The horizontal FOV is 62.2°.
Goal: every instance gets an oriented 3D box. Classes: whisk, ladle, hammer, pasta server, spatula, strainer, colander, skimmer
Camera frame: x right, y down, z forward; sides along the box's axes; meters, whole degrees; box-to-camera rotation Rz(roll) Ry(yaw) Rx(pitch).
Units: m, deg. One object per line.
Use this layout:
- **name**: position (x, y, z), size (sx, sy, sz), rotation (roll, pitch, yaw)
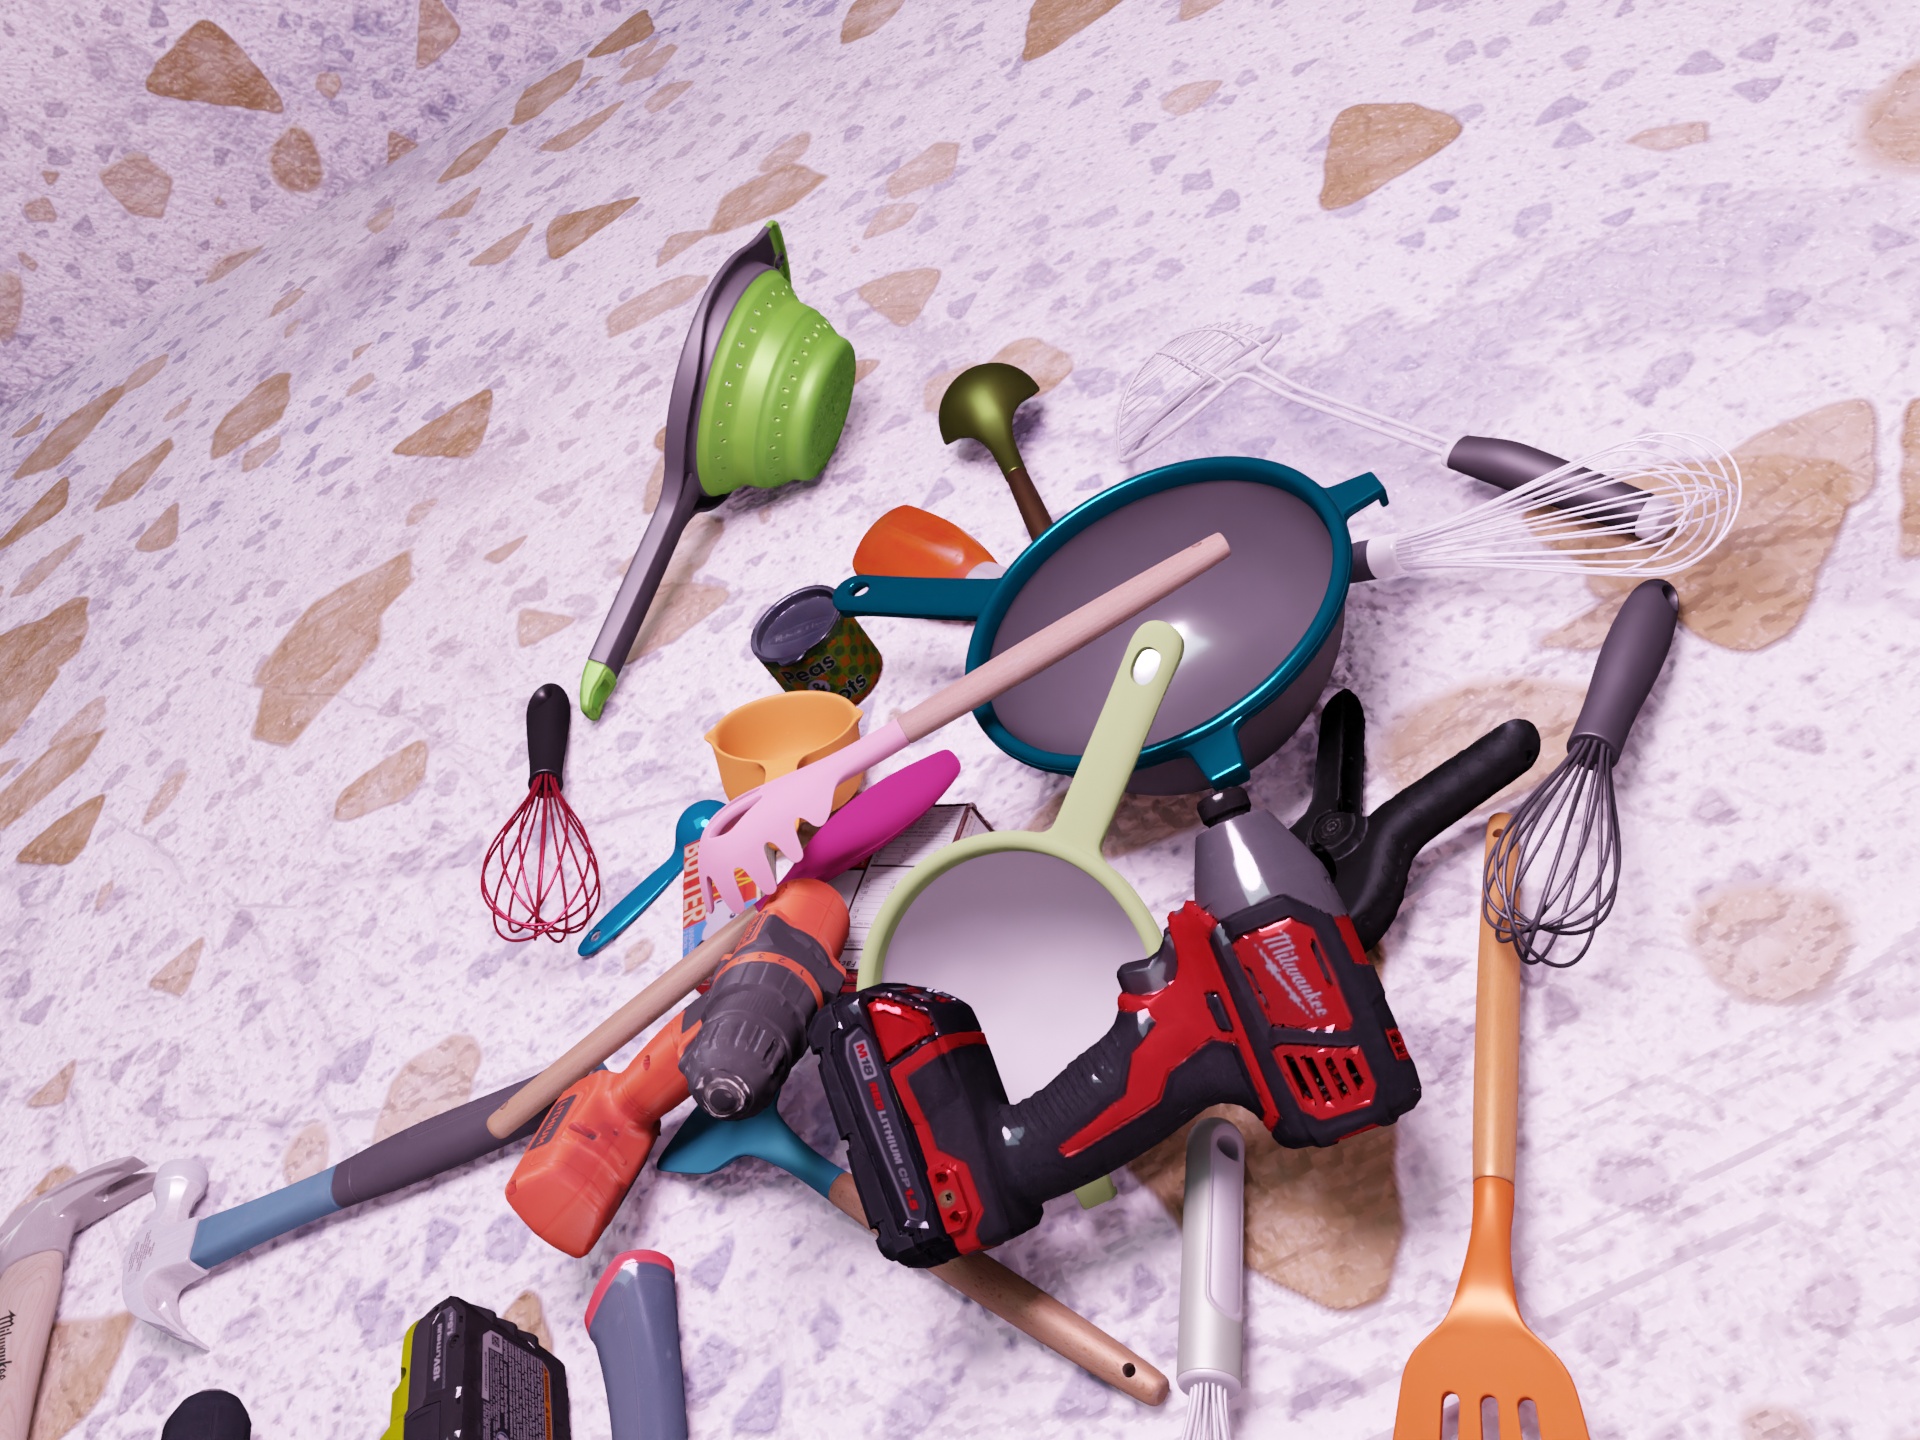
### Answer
- **whisk**: position (0.251, -0.092, 0.821), size (0.285, 0.070, 0.070), rotation (-9, 45, 41)
- **ladle**: position (0.049, -0.136, 1.040), size (0.078, 0.062, 0.321), rotation (-29, 46, 10)
- **whisk**: position (0.093, 0.256, 0.596), size (0.059, 0.057, 0.247), rotation (-45, 23, 39)
- **whisk**: position (0.282, 0.015, 0.701), size (0.055, 0.055, 0.239), rotation (4, 44, 38)
- **hammer**: position (-0.341, 0.259, 0.908), size (0.331, 0.033, 0.128), rotation (-25, 39, 12)
- **hammer**: position (-0.525, 0.428, 0.864), size (0.146, 0.038, 0.411), rotation (-29, 39, 5)
- **pasta server**: position (-0.001, -0.003, 0.795), size (0.316, 0.040, 0.060), rotation (-31, 26, 1)
- **spatula**: position (0.211, 0.166, 0.624), size (0.081, 0.041, 0.323), rotation (-8, 42, 28)
- **strainer**: position (0.068, -0.039, 0.877), size (0.340, 0.095, 0.211), rotation (7, 56, 43)
- **spatula**: position (-0.032, 0.229, 0.731), size (0.318, 0.044, 0.082), rotation (19, 62, 40)
- **hammer**: position (-0.102, 0.375, 0.617), size (0.143, 0.038, 0.387), rotation (-27, 39, 8)
- **colander**: position (-0.166, -0.172, 1.177), size (0.094, 0.204, 0.397), rotation (19, 75, 6)
- **strainer**: position (0.052, 0.079, 0.732), size (0.151, 0.069, 0.256), rotation (22, 90, 24)
- **skimmer**: position (0.237, -0.154, 0.926), size (0.127, 0.090, 0.364), rotation (-43, 49, -20)
- **whisk**: position (-0.276, 0.053, 1.059), size (0.073, 0.073, 0.296), rotation (-30, 32, 5)

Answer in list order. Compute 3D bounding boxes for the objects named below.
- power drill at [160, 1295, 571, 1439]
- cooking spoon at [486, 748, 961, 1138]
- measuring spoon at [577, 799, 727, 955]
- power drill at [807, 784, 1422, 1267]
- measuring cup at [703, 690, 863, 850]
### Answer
- **power drill**: position (-0.296, 0.366, 0.735), size (0.228, 0.080, 0.191), rotation (-31, 39, 8)
- **cooking spoon**: position (-0.126, 0.120, 0.852), size (0.319, 0.017, 0.069), rotation (-38, 23, 0)
- **measuring spoon**: position (-0.192, 0.094, 0.979), size (0.128, 0.021, 0.042), rotation (-45, 40, -14)
- **power drill**: position (0.058, 0.125, 0.646), size (0.219, 0.078, 0.143), rotation (-24, 75, 15)
- **measuring cup**: position (-0.097, 0.044, 0.911), size (0.095, 0.052, 0.174), rotation (-9, 29, 0)
